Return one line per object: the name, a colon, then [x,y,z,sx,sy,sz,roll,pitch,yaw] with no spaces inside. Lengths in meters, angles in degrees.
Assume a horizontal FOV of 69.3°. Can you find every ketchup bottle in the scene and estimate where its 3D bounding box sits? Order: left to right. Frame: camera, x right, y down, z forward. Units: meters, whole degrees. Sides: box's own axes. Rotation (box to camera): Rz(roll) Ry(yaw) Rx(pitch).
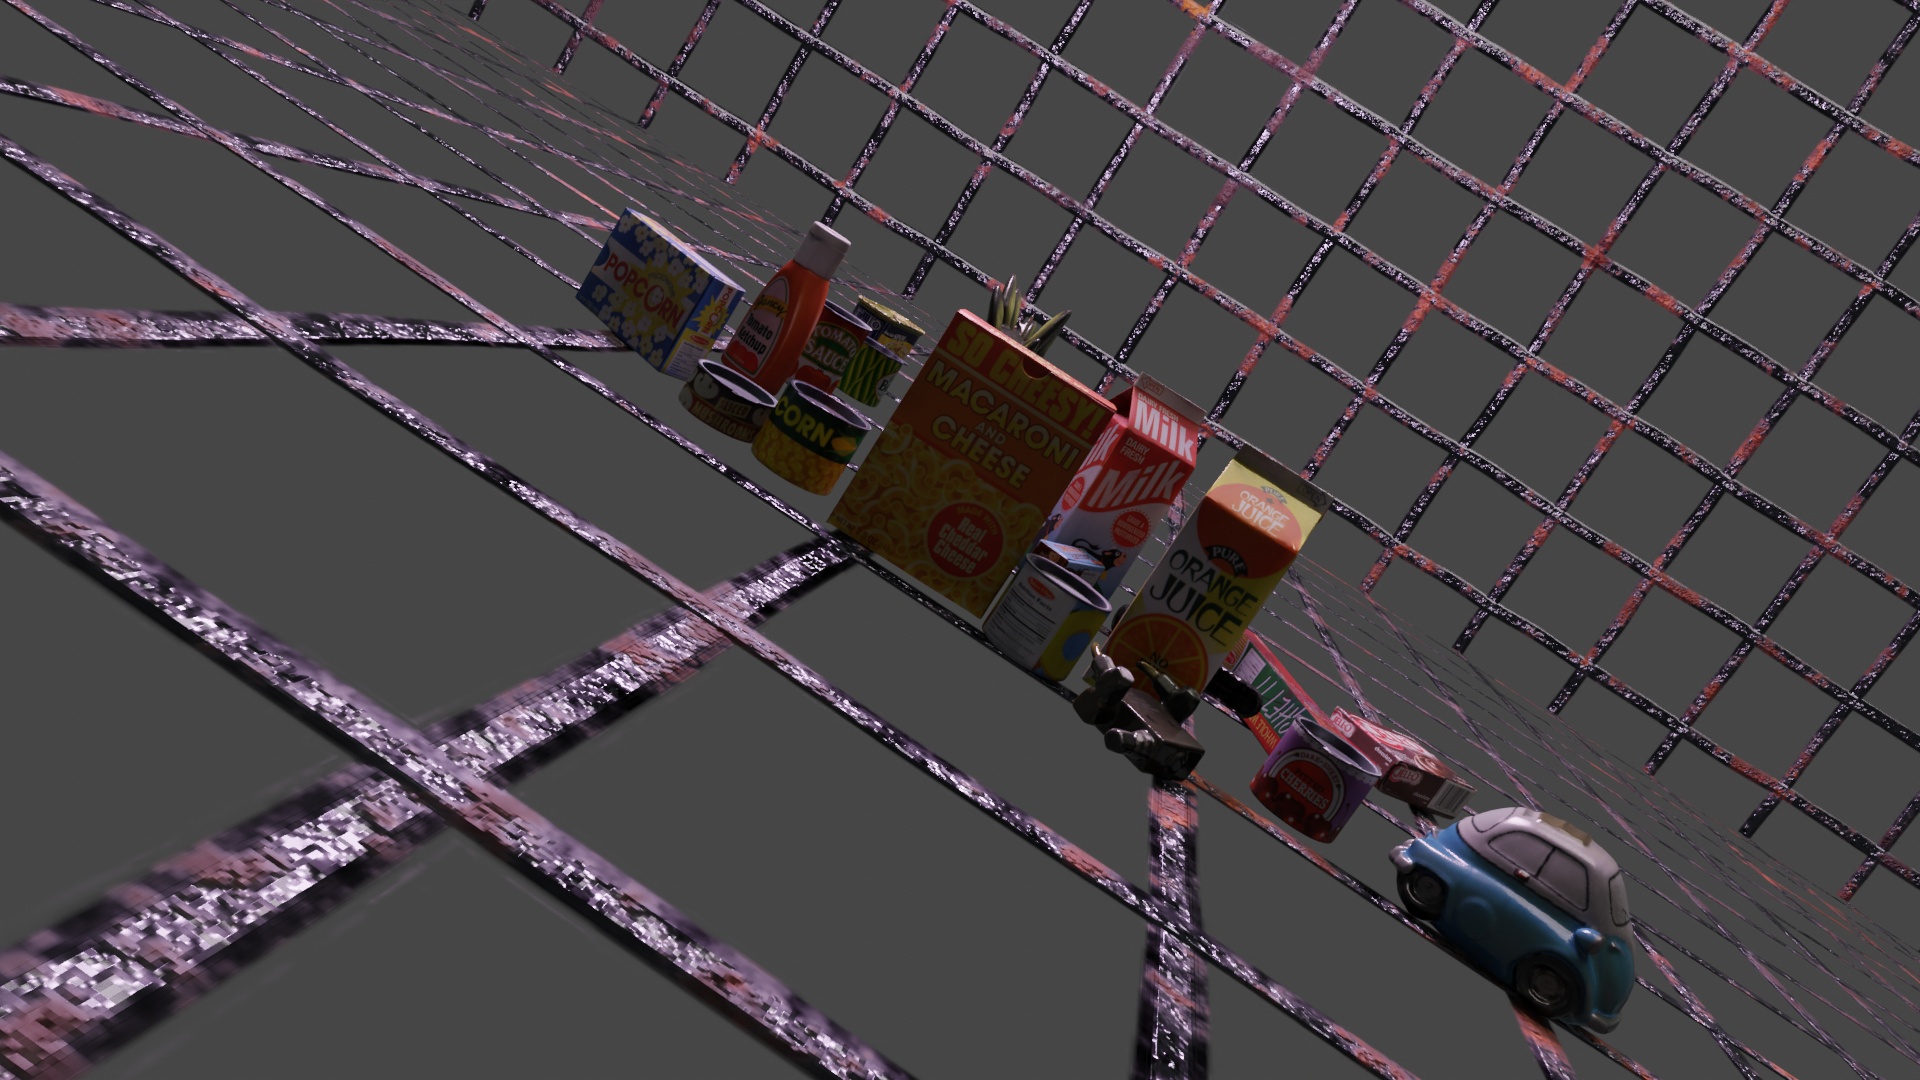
ketchup bottle: [-0.147,-0.201,1.196,0.065,0.148,0.043,40,13,35]

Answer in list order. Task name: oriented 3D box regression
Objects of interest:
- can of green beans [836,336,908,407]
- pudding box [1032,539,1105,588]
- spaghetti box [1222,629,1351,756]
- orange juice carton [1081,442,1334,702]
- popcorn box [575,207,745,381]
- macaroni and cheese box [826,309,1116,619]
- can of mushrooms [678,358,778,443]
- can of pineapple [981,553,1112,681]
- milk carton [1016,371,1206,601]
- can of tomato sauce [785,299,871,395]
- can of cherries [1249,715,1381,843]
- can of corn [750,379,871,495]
can of green beans: [-0.102,-0.182,1.475,0.071,0.057,0.071,31,11,-6]
pudding box: [0.075,0.030,1.067,0.030,0.049,0.084,37,12,24]
spaghetti box: [0.248,0.132,1.101,0.028,0.050,0.251,30,11,-13]
orange juice carton: [0.167,0.032,0.935,0.072,0.192,0.073,35,11,10]
popcorn box: [-0.233,-0.190,1.074,0.127,0.085,0.038,39,12,32]
macaroni and cheese box: [0.008,-0.051,0.922,0.124,0.166,0.040,32,10,-2]
can of mushrooms: [-0.167,-0.100,1.000,0.071,0.033,0.071,31,11,-6]
can of pineapple: [0.057,0.050,0.903,0.071,0.057,0.071,31,11,-6]
milk carton: [0.124,-0.041,1.142,0.072,0.190,0.073,29,11,-21]
can of tomato sauce: [-0.134,-0.182,1.323,0.071,0.083,0.071,31,11,-6]
can of cherries: [0.234,0.159,0.921,0.071,0.058,0.071,31,11,-6]
can of corn: [-0.107,-0.073,0.982,0.071,0.058,0.071,31,11,-6]
